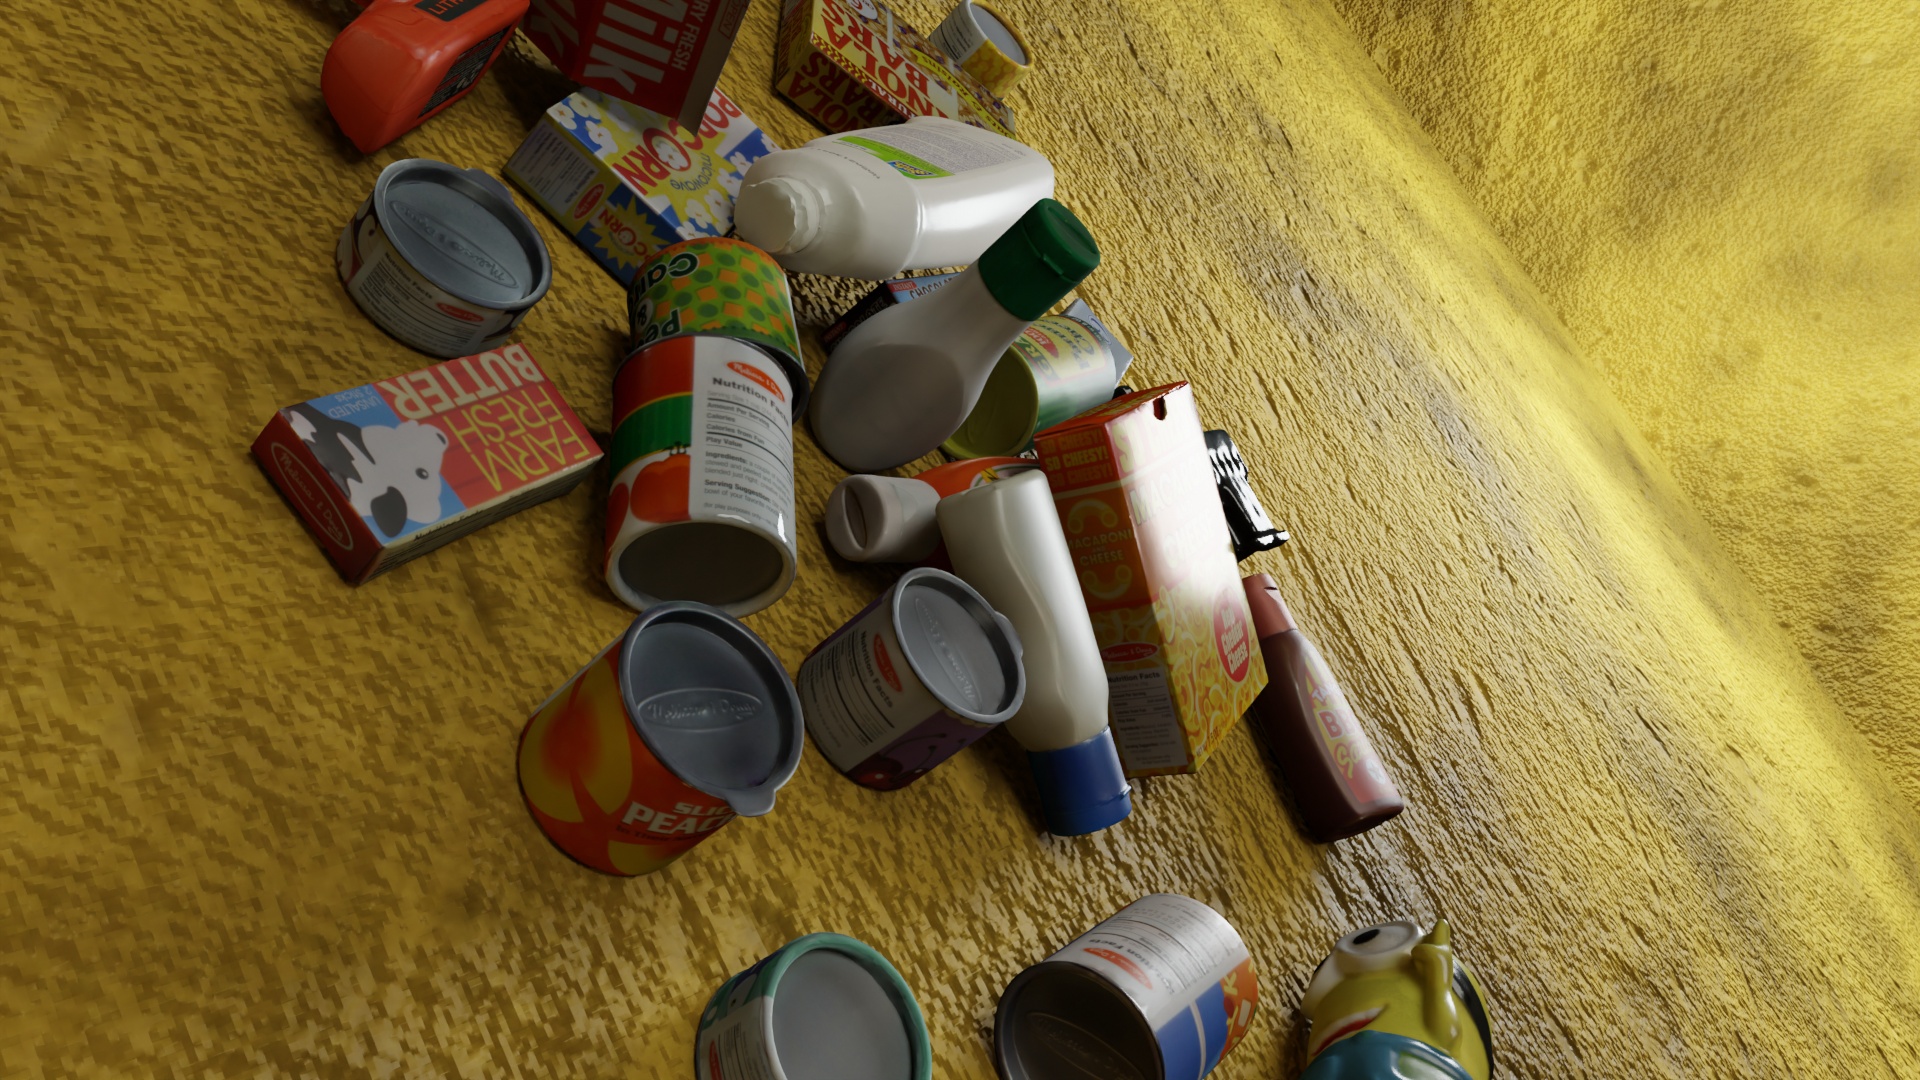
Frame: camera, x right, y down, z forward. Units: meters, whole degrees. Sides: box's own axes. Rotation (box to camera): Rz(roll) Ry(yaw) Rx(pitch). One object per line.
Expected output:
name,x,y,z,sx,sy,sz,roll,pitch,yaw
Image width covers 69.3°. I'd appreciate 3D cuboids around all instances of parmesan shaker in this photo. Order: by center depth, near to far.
parmesan shaker,0.030,-0.082,0.720,0.071,0.071,0.103,55,31,5

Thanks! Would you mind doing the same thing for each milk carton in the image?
milk carton,-0.157,-0.255,0.595,0.191,0.072,0.074,46,37,21

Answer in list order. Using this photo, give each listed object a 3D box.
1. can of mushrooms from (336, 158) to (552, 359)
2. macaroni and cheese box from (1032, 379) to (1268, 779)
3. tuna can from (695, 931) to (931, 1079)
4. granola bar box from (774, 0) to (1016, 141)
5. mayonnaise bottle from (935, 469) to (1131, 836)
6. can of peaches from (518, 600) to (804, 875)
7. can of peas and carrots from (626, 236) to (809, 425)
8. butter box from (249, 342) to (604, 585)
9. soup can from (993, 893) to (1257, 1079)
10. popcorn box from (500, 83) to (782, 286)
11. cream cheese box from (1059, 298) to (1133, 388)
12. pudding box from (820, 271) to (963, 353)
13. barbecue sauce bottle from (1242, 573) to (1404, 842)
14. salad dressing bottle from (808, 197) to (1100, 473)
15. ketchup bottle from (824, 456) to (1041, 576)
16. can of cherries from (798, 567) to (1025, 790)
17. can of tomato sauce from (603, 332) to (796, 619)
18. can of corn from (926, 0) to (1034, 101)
can of mushrooms,-0.183,-0.101,0.495,0.071,0.033,0.071,32,37,-28
macaroni and cheese box,0.097,0.014,0.675,0.124,0.040,0.166,-29,105,-59
tuna can,-0.041,0.154,0.418,0.071,0.032,0.071,32,37,-28
granola bar box,-0.036,-0.269,0.850,0.165,0.039,0.125,31,36,-30
mayonnaise bottle,0.033,0.047,0.576,0.065,0.041,0.148,-21,95,-64
can of peaches,-0.091,0.063,0.424,0.071,0.058,0.071,34,36,-28
can of peas and carrots,-0.099,-0.077,0.549,0.071,0.070,0.059,21,42,-41
butter box,-0.168,-0.028,0.449,0.053,0.024,0.104,52,32,0
soup can,0.061,0.174,0.502,0.084,0.071,0.071,-8,64,-56
popcorn box,-0.134,-0.167,0.620,0.085,0.038,0.127,43,32,-14
cream cheese box,0.069,-0.105,0.832,0.053,0.024,0.104,47,32,-8
pudding box,-0.024,-0.106,0.689,0.030,0.049,0.084,59,32,5
barbecue sauce bottle,0.187,0.090,0.768,0.065,0.043,0.149,7,52,-48
salad dressing bottle,-0.004,-0.087,0.601,0.064,0.147,0.044,40,33,-20
ketchup bottle,0.002,-0.008,0.629,0.149,0.043,0.065,1,66,-51
can of cherries,-0.017,0.053,0.528,0.071,0.058,0.072,33,35,-27
can of tomato sauce,-0.093,-0.021,0.497,0.071,0.071,0.083,25,43,-36
can of corn,0.010,-0.326,0.948,0.071,0.058,0.071,33,36,-28
